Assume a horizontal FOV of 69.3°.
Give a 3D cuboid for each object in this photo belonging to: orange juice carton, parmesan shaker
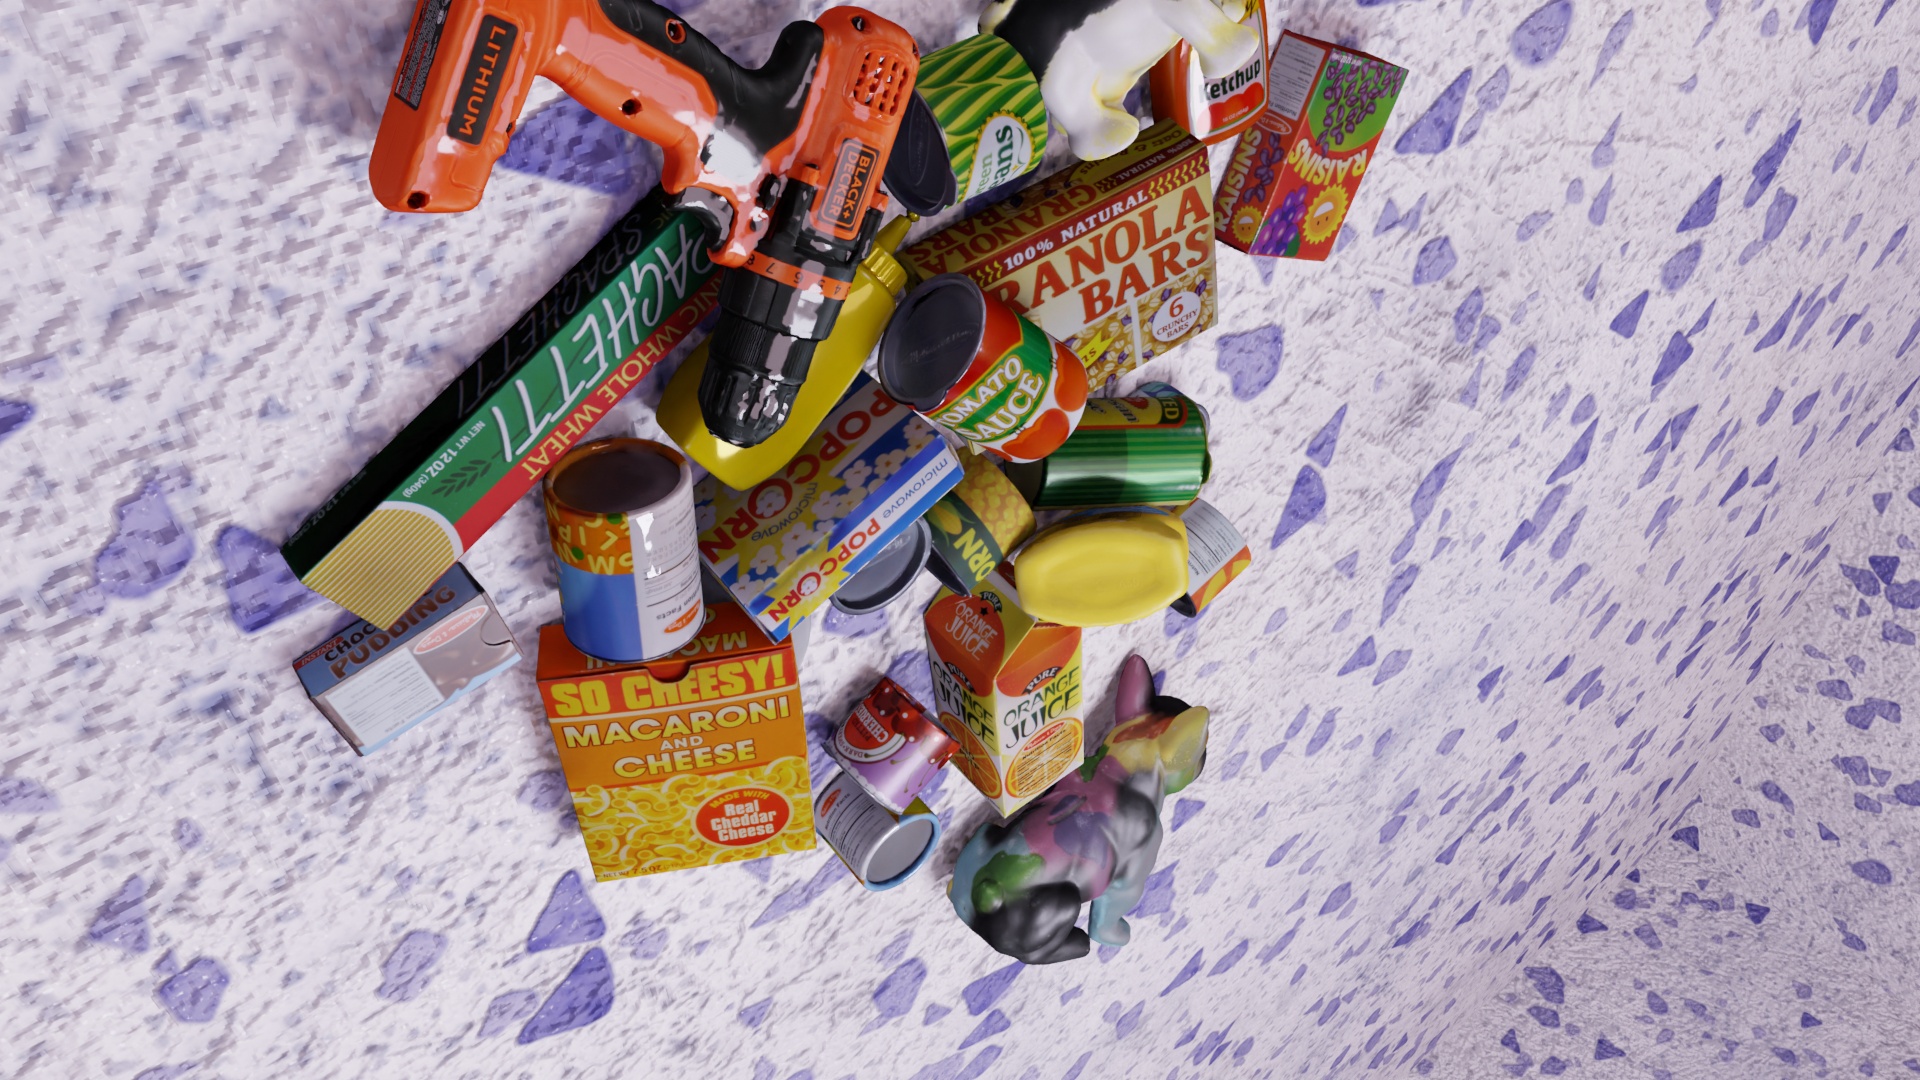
[{"bbox_3d":[0.030,0.087,0.901,0.073,0.072,0.191,-31,140,-23],"label":"orange juice carton"},{"bbox_3d":[0.085,-0.051,0.811,0.103,0.071,0.071,-3,127,-20],"label":"parmesan shaker"}]

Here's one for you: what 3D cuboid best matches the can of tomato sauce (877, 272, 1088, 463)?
[{"bbox_3d":[0.012,-0.080,0.669,0.083,0.071,0.071,25,103,-45],"label":"can of tomato sauce"}]

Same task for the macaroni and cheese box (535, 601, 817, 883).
[{"bbox_3d":[-0.143,0.108,0.728,0.124,0.040,0.165,-8,133,-8],"label":"macaroni and cheese box"}]

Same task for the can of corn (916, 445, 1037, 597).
[{"bbox_3d":[0.003,-0.010,0.788,0.058,0.071,0.071,-42,143,-11],"label":"can of corn"}]

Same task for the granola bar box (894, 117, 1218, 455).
[{"bbox_3d":[0.058,-0.133,0.740,0.166,0.039,0.123,-29,140,-11],"label":"granola bar box"}]

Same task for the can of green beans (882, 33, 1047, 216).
[{"bbox_3d":[-0.003,-0.188,0.627,0.058,0.071,0.071,-30,140,-24],"label":"can of green beans"}]

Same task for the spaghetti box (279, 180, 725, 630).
[{"bbox_3d":[-0.176,-0.067,0.588,0.250,0.029,0.050,-46,143,-5],"label":"spaghetti box"}]

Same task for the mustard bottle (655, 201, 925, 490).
[{"bbox_3d":[-0.071,-0.098,0.651,0.160,0.049,0.065,-48,142,-2],"label":"mustard bottle"}]

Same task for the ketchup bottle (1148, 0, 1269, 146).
[{"bbox_3d":[0.123,-0.274,0.699,0.065,0.044,0.148,-29,139,-13],"label":"ketchup bottle"}]

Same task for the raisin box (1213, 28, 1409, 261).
[{"bbox_3d":[0.205,-0.231,0.825,0.086,0.040,0.122,-7,126,-43],"label":"raisin box"}]

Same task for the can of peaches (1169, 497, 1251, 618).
[{"bbox_3d":[0.161,0.011,0.976,0.058,0.071,0.071,-42,143,-10],"label":"can of peaches"}]

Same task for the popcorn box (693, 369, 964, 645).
[{"bbox_3d":[-0.072,-0.022,0.687,0.127,0.085,0.038,-42,142,-9],"label":"popcorn box"}]

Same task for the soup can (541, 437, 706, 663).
[{"bbox_3d":[-0.156,0.003,0.641,0.071,0.071,0.083,-23,133,-31],"label":"soup can"}]

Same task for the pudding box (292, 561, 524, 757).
[{"bbox_3d":[-0.246,0.054,0.623,0.084,0.030,0.049,-35,140,-19],"label":"pudding box"}]

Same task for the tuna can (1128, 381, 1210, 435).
[{"bbox_3d":[0.128,-0.067,0.898,0.071,0.033,0.070,-27,139,-27],"label":"tuna can"}]

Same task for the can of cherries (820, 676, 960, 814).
[{"bbox_3d":[-0.043,0.126,0.866,0.058,0.071,0.071,-48,144,-2],"label":"can of cherries"}]

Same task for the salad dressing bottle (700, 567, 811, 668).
[{"bbox_3d":[-0.114,0.071,0.764,0.064,0.044,0.146,-18,135,-23],"label":"salad dressing bottle"}]

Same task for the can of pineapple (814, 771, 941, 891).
[{"bbox_3d":[-0.054,0.188,0.918,0.071,0.058,0.070,-27,139,-27],"label":"can of pineapple"}]

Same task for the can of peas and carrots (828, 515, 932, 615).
[{"bbox_3d":[-0.059,-0.005,0.739,0.071,0.059,0.070,-27,138,-27],"label":"can of peas and carrots"}]
